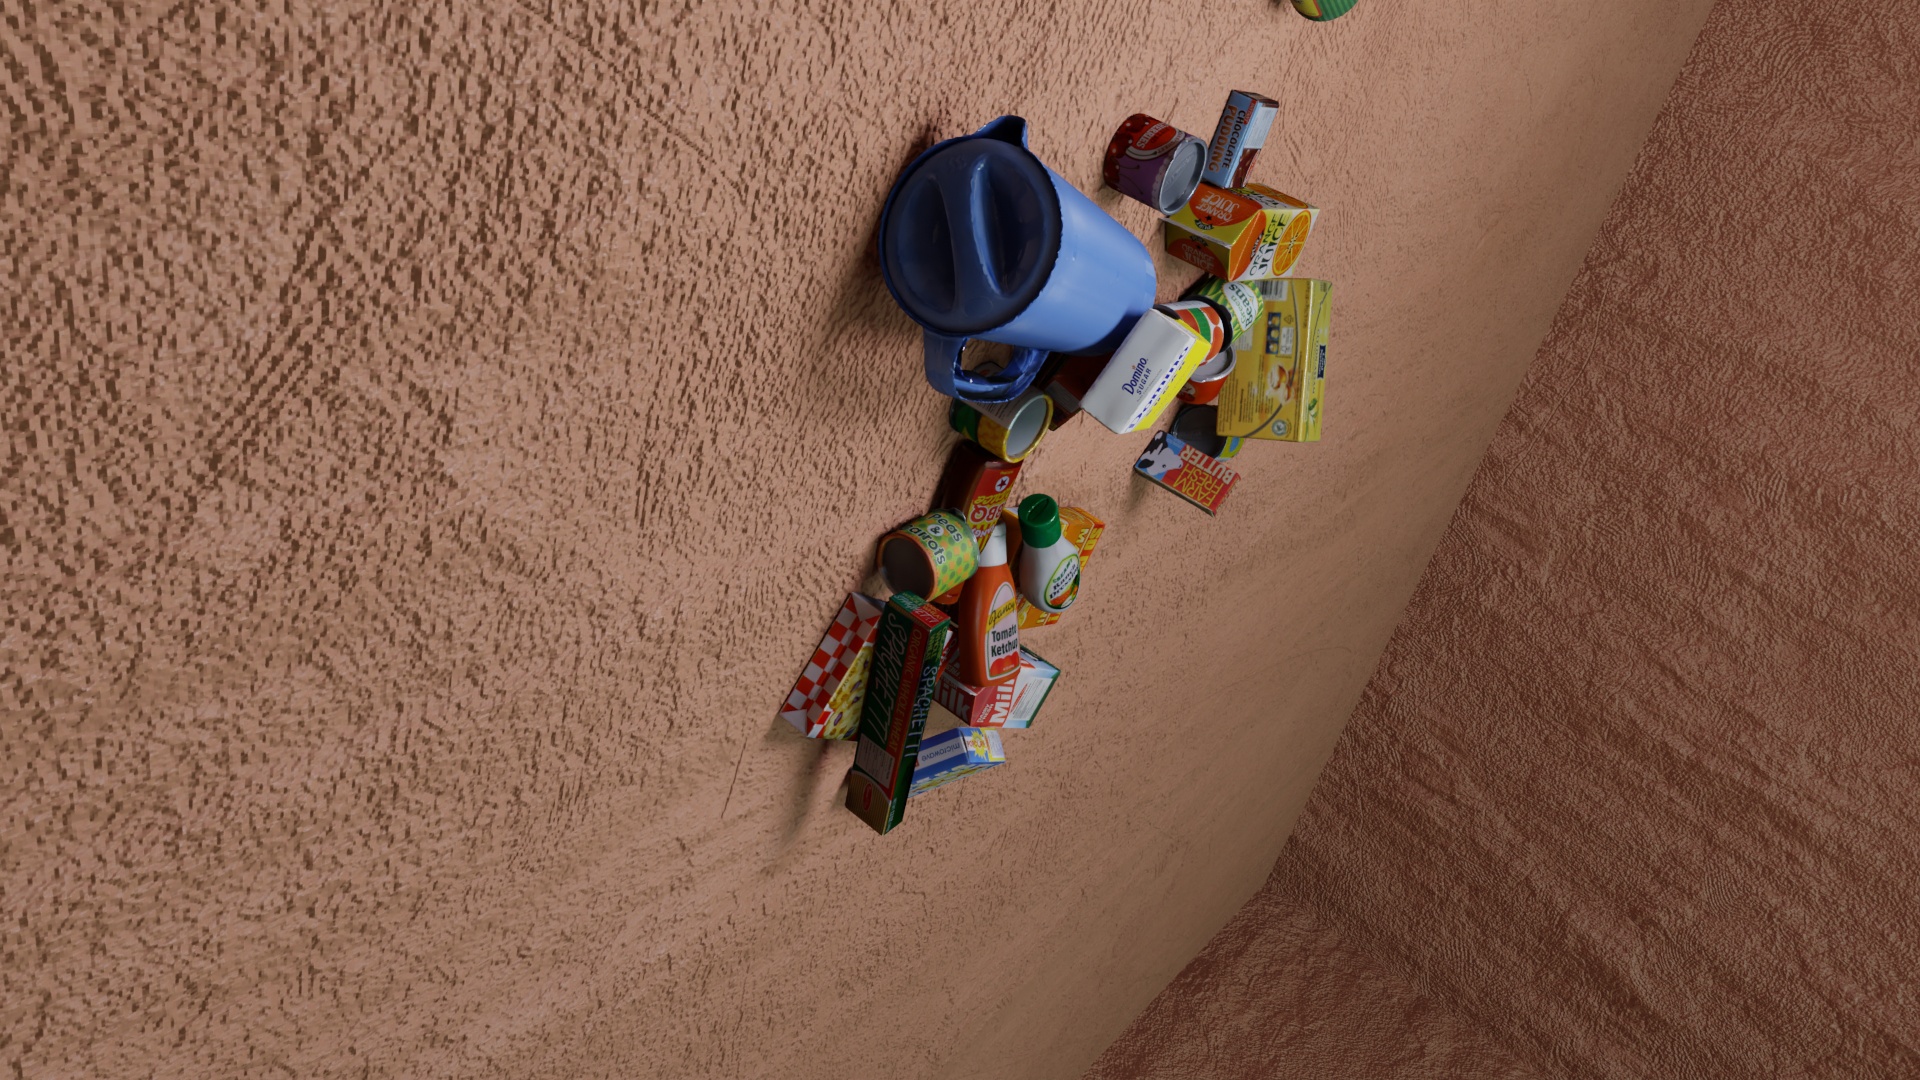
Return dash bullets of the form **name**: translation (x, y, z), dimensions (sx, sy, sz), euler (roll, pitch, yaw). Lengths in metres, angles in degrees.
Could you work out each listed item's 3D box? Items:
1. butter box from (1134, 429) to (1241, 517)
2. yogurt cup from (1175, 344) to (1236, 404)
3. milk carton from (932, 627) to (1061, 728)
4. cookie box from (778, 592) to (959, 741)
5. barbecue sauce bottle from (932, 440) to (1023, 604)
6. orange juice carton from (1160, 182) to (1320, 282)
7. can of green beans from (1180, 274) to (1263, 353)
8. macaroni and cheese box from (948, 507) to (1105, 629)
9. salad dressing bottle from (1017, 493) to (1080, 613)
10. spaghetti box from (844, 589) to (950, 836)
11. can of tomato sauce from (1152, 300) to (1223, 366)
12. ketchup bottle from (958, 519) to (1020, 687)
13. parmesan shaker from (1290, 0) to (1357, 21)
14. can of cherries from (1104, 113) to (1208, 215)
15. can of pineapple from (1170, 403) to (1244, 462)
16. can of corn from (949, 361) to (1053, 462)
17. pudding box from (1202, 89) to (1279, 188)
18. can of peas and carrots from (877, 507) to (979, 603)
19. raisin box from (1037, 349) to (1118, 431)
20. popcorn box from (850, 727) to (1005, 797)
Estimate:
- **butter box**: translation (0.245, -0.072, 1.498), dimensions (0.053, 0.103, 0.024), euler (-55, 155, -5)
- **yogurt cup**: translation (0.245, -0.177, 1.427), dimensions (0.073, 0.072, 0.053), euler (-44, 160, -24)
- **milk carton**: translation (0.023, 0.138, 1.385), dimensions (0.073, 0.072, 0.190), euler (-61, 155, 6)
- **cookie box**: translation (-0.074, 0.116, 1.227), dimensions (0.123, 0.040, 0.167), euler (-59, 153, 5)
- **barbecue sauce bottle**: translation (0.004, -0.015, 1.210), dimensions (0.065, 0.044, 0.148), euler (-9, 127, -49)
- **orange juice carton**: translation (0.261, -0.293, 1.312), dimensions (0.193, 0.072, 0.072), euler (-19, 134, -53)
- **can of green beans**: translation (0.260, -0.229, 1.388), dimensions (0.058, 0.071, 0.071), euler (-41, 150, -31)
- **macaroni and cheese box**: translation (0.068, 0.027, 1.374), dimensions (0.167, 0.040, 0.123), euler (-2, 121, -59)
- **salad dressing bottle**: translation (0.079, 0.012, 1.281), dimensions (0.064, 0.044, 0.147), euler (-46, 150, -19)
- **spaghetti box**: translation (-0.056, 0.151, 1.192), dimensions (0.029, 0.050, 0.248), euler (-29, 143, -44)
- **can of tomato sauce**: translation (0.206, -0.194, 1.333), dimensions (0.083, 0.071, 0.071), euler (-18, 135, -53)
- **ketchup bottle**: translation (0.025, 0.056, 1.269), dimensions (0.065, 0.043, 0.148), euler (-15, 107, -49)
- **parmesan shaker**: translation (0.298, -0.483, 1.160), dimensions (0.071, 0.071, 0.103), euler (-61, 154, 8)
- **can of cherries**: translation (0.159, -0.309, 1.131), dimensions (0.072, 0.058, 0.071), euler (-40, 150, -29)
- **can of pineapple**: translation (0.276, -0.120, 1.541), dimensions (0.058, 0.071, 0.070), euler (-6, 124, -59)
- **can of corn**: translation (0.035, -0.104, 1.146), dimensions (0.071, 0.058, 0.070), euler (-41, 150, -30)
- **pudding box**: translation (0.254, -0.365, 1.266), dimensions (0.050, 0.030, 0.083), euler (-21, 137, -53)
- **can of peas and carrots**: translation (-0.027, 0.012, 1.161), dimensions (0.059, 0.071, 0.070), euler (-29, 143, -43)
- **raisin box**: translation (0.104, -0.145, 1.180), dimensions (0.086, 0.040, 0.123), euler (-53, -176, -11)
- **popcorn box**: translation (-0.031, 0.217, 1.343), dimensions (0.126, 0.038, 0.085), euler (-24, 164, 21)
